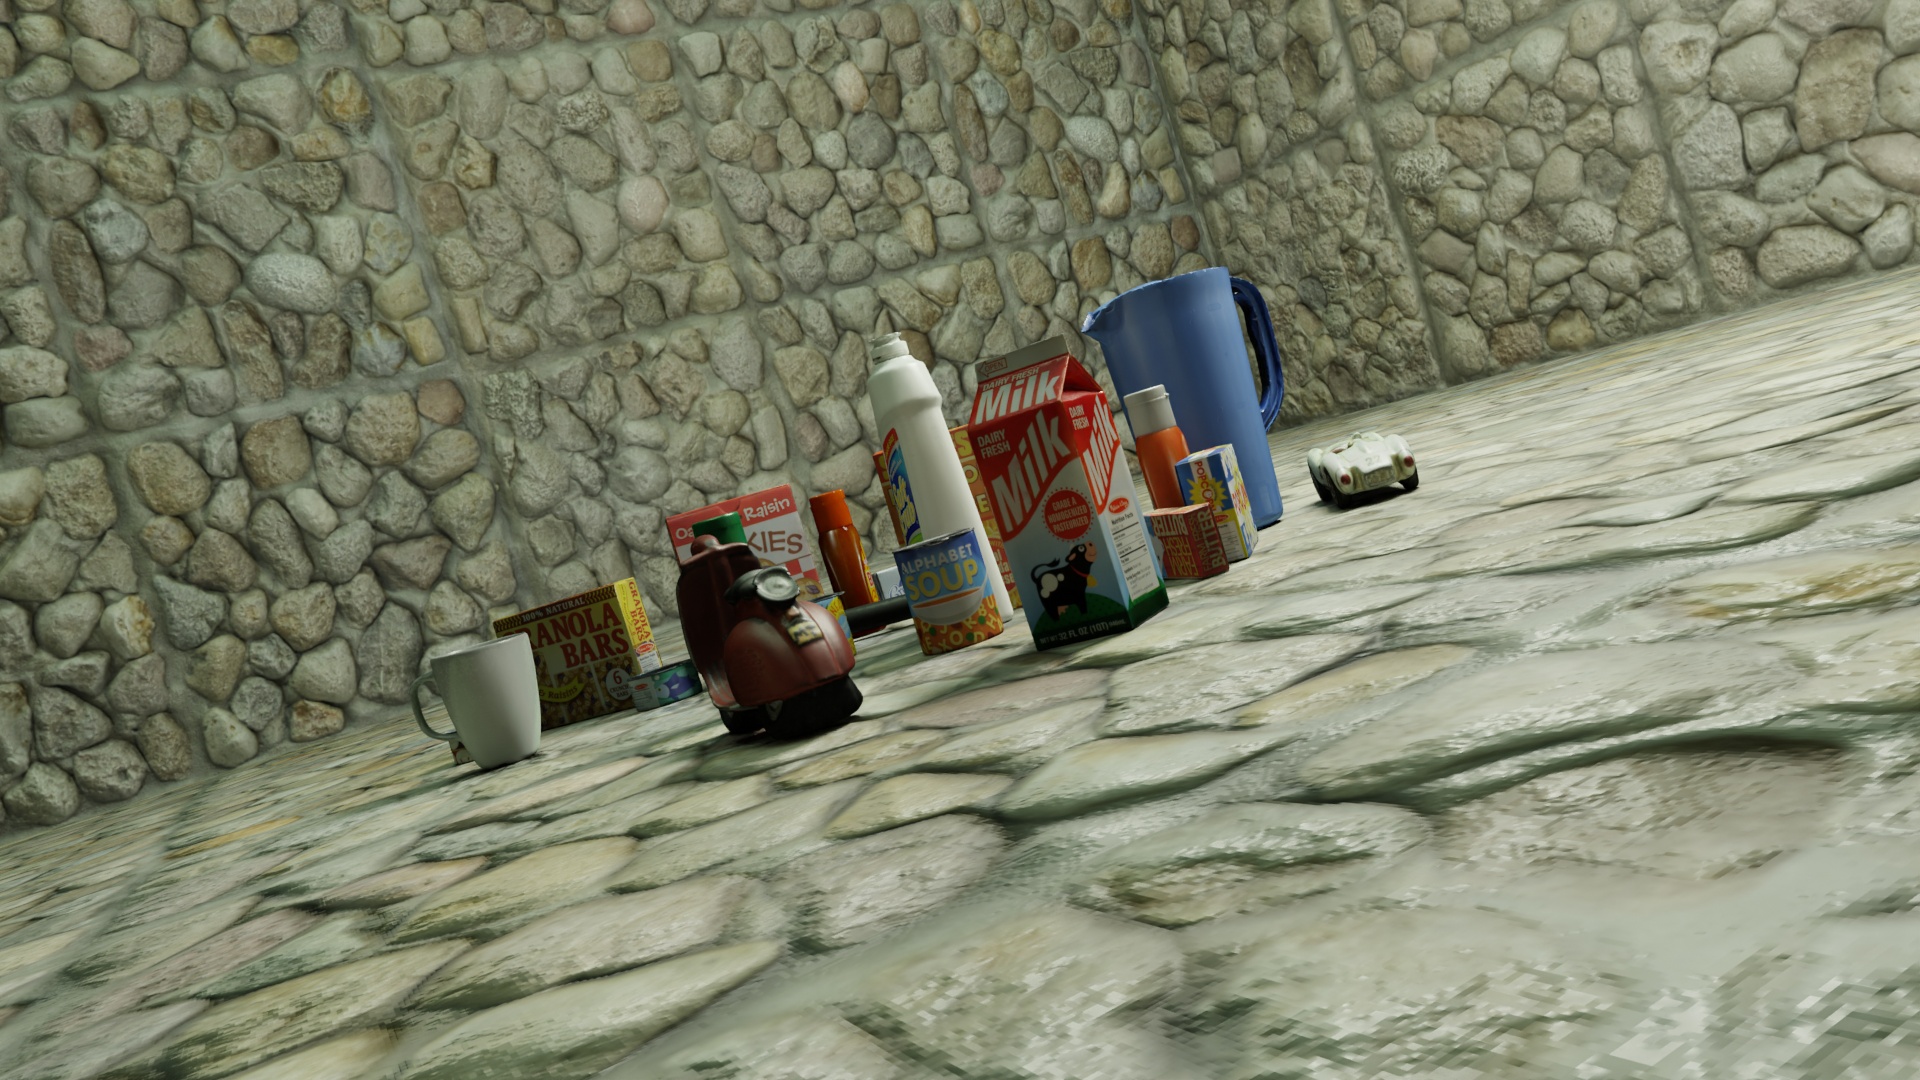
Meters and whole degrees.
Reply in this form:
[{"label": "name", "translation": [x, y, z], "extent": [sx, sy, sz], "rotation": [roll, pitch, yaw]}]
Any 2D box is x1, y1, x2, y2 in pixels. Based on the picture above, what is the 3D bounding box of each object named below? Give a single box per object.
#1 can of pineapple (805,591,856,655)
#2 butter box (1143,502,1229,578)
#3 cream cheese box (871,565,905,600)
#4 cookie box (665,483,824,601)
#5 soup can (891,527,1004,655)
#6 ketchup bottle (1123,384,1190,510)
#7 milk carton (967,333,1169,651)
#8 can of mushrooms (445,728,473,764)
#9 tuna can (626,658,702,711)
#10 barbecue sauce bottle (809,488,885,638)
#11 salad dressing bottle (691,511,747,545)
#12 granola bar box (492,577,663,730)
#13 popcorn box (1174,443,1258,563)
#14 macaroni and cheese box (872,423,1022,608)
[{"label": "can of pineapple", "translation": [-0.128, 0.082, 1.223], "extent": [0.071, 0.058, 0.071], "rotation": [-17, 2, 1]}, {"label": "butter box", "translation": [0.166, 0.002, 1.051], "extent": [0.024, 0.053, 0.103], "rotation": [-17, 2, -13]}, {"label": "cream cheese box", "translation": [-0.041, 0.046, 1.516], "extent": [0.104, 0.053, 0.024], "rotation": [-18, 2, -19]}, {"label": "cookie box", "translation": [-0.199, 0.042, 1.329], "extent": [0.123, 0.167, 0.040], "rotation": [-18, 2, -16]}, {"label": "soup can", "translation": [-0.009, 0.039, 1.060], "extent": [0.071, 0.083, 0.071], "rotation": [-17, 2, 1]}, {"label": "ketchup bottle", "translation": [0.178, -0.058, 1.187], "extent": [0.043, 0.148, 0.065], "rotation": [-16, 2, 19]}, {"label": "milk carton", "translation": [0.065, -0.033, 0.901], "extent": [0.072, 0.190, 0.074], "rotation": [-16, 2, 30]}, {"label": "can of mushrooms", "translation": [-0.465, 0.192, 1.353], "extent": [0.071, 0.033, 0.071], "rotation": [-17, 2, 1]}, {"label": "tuna can", "translation": [-0.279, 0.137, 1.324], "extent": [0.071, 0.033, 0.071], "rotation": [-17, 2, 1]}, {"label": "barbecue sauce bottle", "translation": [-0.116, 0.023, 1.411], "extent": [0.044, 0.148, 0.065], "rotation": [-17, 2, -5]}, {"label": "salad dressing bottle", "translation": [-0.164, 0.053, 1.043], "extent": [0.064, 0.147, 0.044], "rotation": [-17, 2, -2]}, {"label": "granola bar box", "translation": [-0.384, 0.118, 1.406], "extent": [0.165, 0.124, 0.039], "rotation": [-16, 2, 25]}, {"label": "popcorn box", "translation": [0.206, -0.030, 1.110], "extent": [0.038, 0.085, 0.127], "rotation": [-17, 2, 16]}, {"label": "macaroni and cheese box", "translation": [0.004, -0.015, 1.226], "extent": [0.123, 0.166, 0.040], "rotation": [-16, 2, 25]}]
